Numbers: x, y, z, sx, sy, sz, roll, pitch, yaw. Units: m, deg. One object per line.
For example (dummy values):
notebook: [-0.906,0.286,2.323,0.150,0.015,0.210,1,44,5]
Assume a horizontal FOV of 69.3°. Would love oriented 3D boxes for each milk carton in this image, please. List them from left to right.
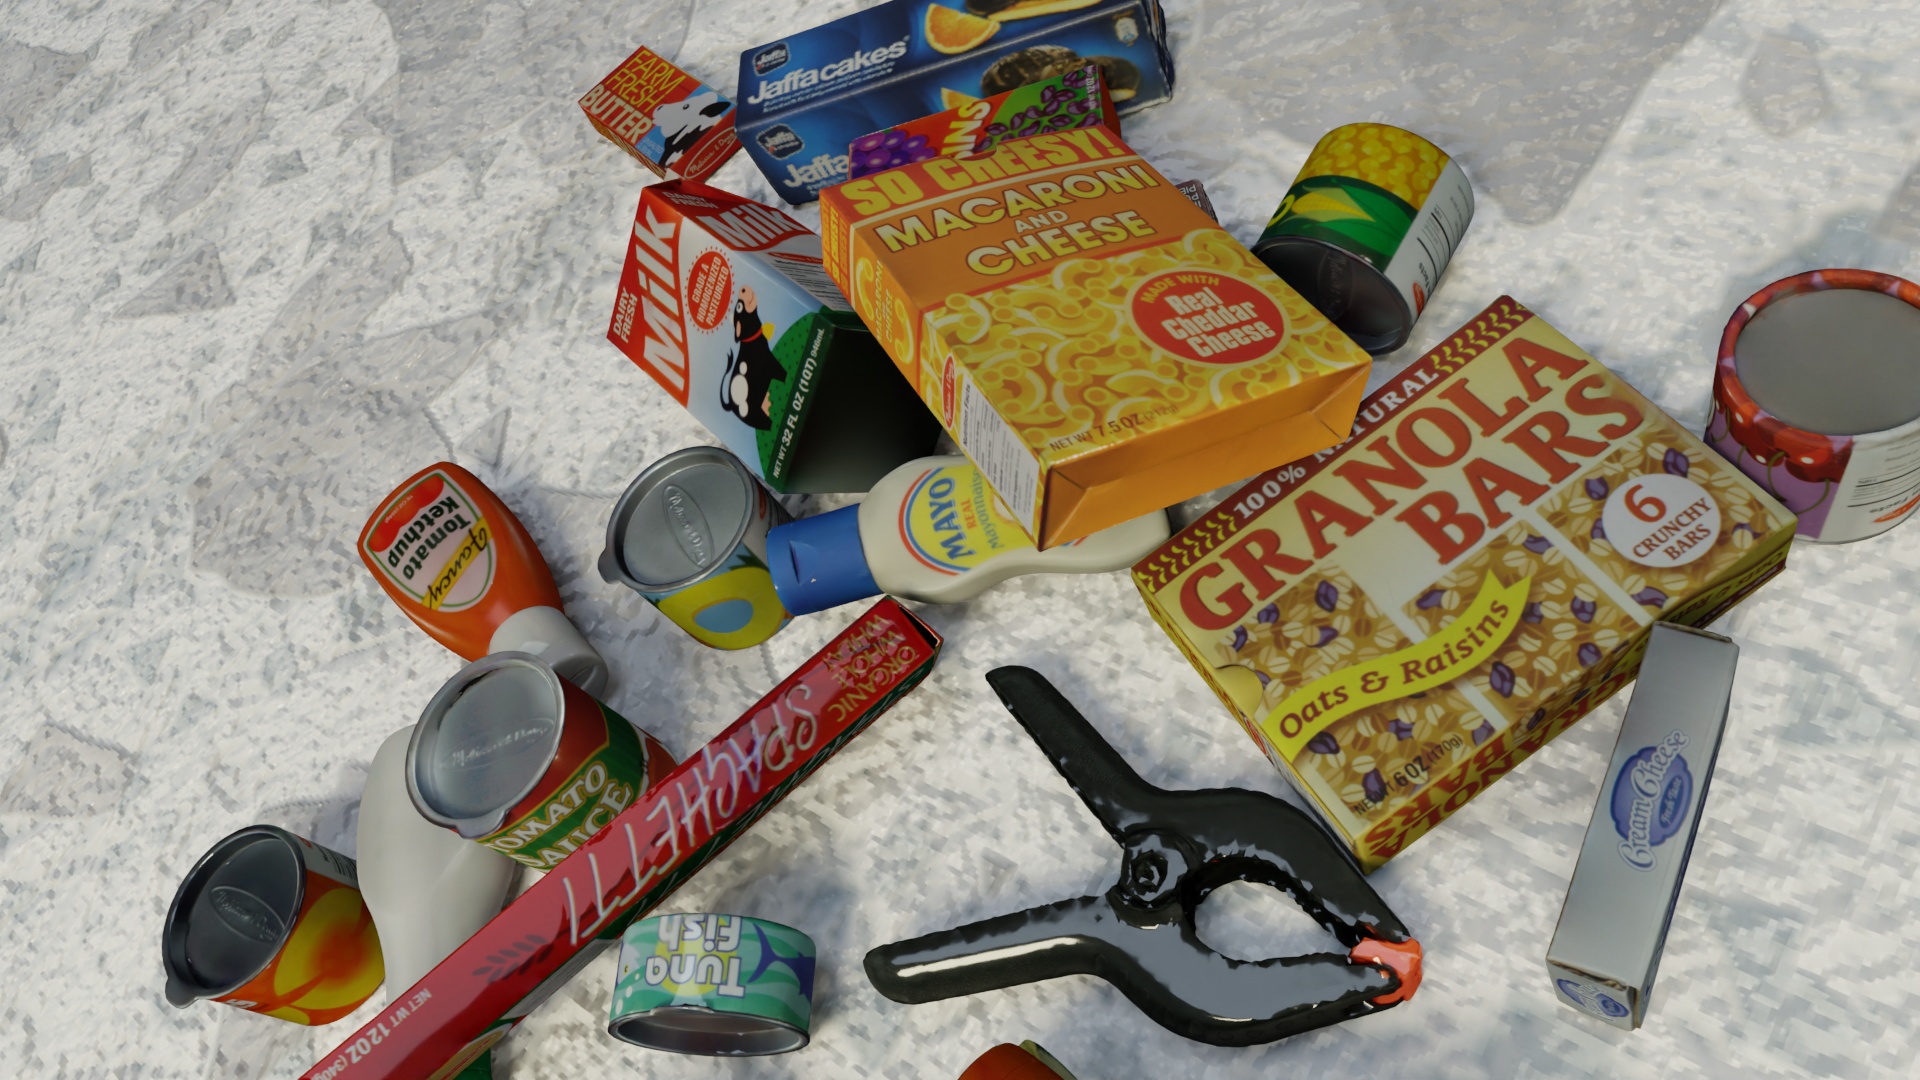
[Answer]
milk carton: [-0.088,-0.094,0.591,0.191,0.073,0.072,40,119,38]

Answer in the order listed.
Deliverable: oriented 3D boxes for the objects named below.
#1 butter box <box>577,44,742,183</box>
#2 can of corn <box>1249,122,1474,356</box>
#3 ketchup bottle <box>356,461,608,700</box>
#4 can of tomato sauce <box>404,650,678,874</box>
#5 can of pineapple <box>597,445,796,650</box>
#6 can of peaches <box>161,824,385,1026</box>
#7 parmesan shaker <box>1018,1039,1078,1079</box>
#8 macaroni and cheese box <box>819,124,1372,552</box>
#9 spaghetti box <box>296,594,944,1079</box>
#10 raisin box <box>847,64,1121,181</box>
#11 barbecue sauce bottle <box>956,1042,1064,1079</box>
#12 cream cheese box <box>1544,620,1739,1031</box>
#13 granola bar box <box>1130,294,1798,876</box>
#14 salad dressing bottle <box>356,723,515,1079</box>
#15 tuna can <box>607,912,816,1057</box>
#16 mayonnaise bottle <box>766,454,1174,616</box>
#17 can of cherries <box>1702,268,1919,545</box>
butter box: [-0.160,-0.229,0.753,0.053,0.024,0.104,-45,54,-7]
can of corn: [0.147,-0.113,0.519,0.071,0.071,0.058,22,71,33]
ketchup bottle: [-0.206,0.025,0.608,0.065,0.043,0.149,-47,54,-8]
can of tomato sauce: [-0.152,0.090,0.520,0.071,0.083,0.071,-11,57,18]
can of pineapple: [-0.102,0.005,0.564,0.071,0.057,0.071,-11,57,18]
can of peaches: [-0.267,0.155,0.547,0.071,0.058,0.071,-11,58,18]
parmesan shaker: [0.006,0.204,0.390,0.103,0.071,0.071,-43,53,-6]
macaroni and cheese box: [0.040,-0.081,0.486,0.124,0.040,0.167,-19,50,-21]
spaghetti box: [-0.109,0.110,0.484,0.251,0.050,0.029,-40,81,-14]
raisin box: [0.011,-0.155,0.622,0.123,0.040,0.086,-12,58,18]
barbecue sauce bottle: [0.057,0.173,0.318,0.149,0.043,0.065,27,74,36]
cream cheese box: [0.193,0.081,0.390,0.024,0.053,0.104,15,68,33]
granola bar box: [0.158,0.009,0.458,0.165,0.039,0.124,-36,53,0]
salad dressing bottle: [-0.201,0.144,0.535,0.064,0.044,0.148,-21,56,11]
tuna can: [-0.082,0.148,0.461,0.071,0.071,0.033,-10,57,18]
mayonnaise bottle: [0.002,-0.007,0.523,0.148,0.041,0.065,-16,82,9]
can of cherries: [0.266,-0.042,0.429,0.071,0.058,0.072,-11,58,18]
